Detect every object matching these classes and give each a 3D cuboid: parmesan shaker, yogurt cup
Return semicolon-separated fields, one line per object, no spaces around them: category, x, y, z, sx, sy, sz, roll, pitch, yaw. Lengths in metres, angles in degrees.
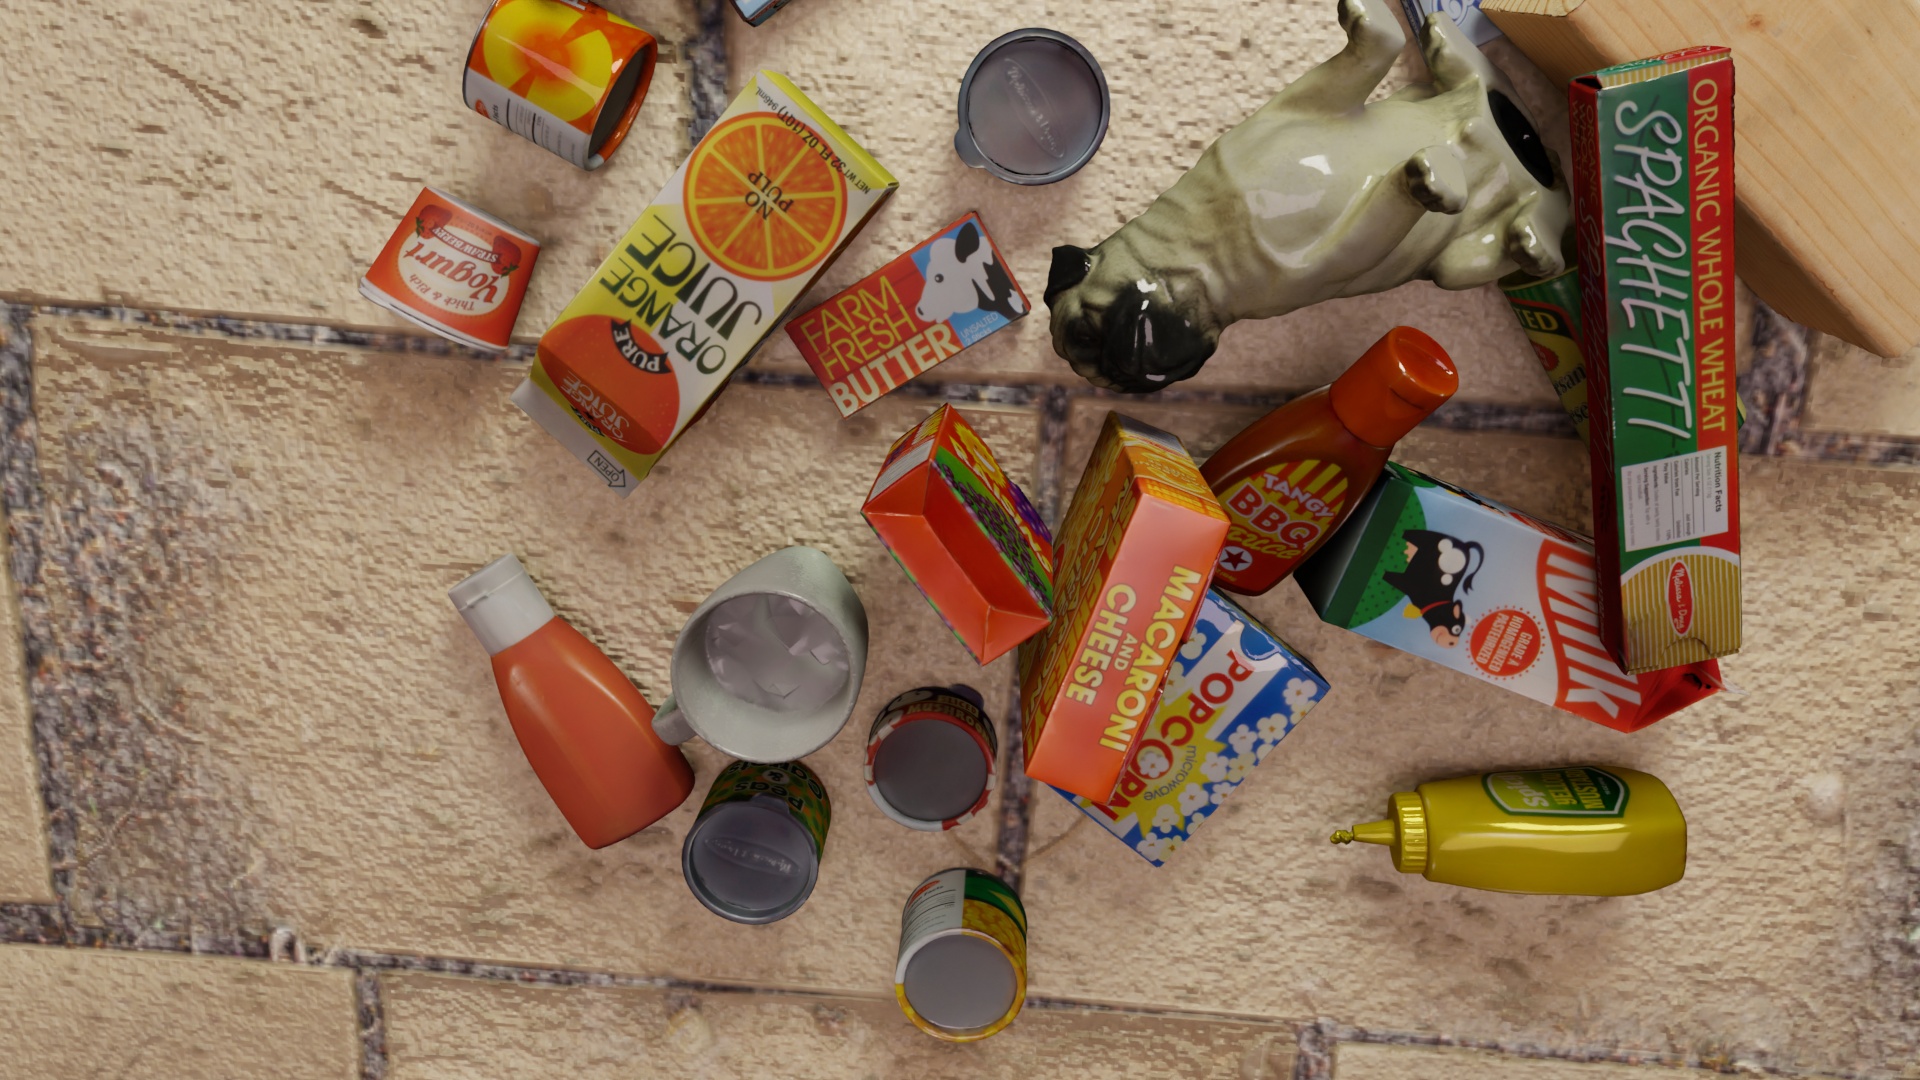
parmesan shaker;0.293;-0.085;0.612;0.071;0.071;0.103;-31;102;9
yogurt cup;-0.225;-0.122;0.624;0.072;0.072;0.054;28;96;-5

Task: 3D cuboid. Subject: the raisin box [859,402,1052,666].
raisin box;0.002;-0.008;0.615;0.040;0.124;0.086;-36;101;12

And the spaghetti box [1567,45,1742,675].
spaghetti box;0.275;-0.063;0.545;0.050;0.029;0.249;-12;113;6

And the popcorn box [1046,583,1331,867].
popcorn box;0.104;0.087;0.681;0.085;0.038;0.126;39;103;-7

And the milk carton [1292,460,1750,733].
milk carton;0.261;0.028;0.642;0.191;0.072;0.073;20;104;-4

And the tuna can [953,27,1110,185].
tuna can;0.030;-0.189;0.613;0.071;0.033;0.071;0;105;2

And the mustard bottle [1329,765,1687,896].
mustard bottle;0.263;0.142;0.678;0.160;0.065;0.048;-3;109;7

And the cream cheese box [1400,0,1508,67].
cream cheese box;0.241;-0.250;0.595;0.104;0.024;0.053;-24;102;8

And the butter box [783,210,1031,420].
butter box;-0.024;-0.104;0.642;0.103;0.024;0.053;-29;103;9

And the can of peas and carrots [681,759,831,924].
can of peas and carrots;-0.099;0.145;0.691;0.071;0.059;0.070;0;104;1

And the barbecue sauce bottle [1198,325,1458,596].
barbecue sauce bottle;0.153;-0.034;0.608;0.065;0.044;0.147;30;136;-11

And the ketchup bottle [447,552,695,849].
ketchup bottle;-0.195;0.077;0.684;0.064;0.043;0.148;-29;102;8

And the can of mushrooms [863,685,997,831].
can of mushrooms;-0.013;0.107;0.692;0.071;0.033;0.070;1;105;3

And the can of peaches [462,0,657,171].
can of peaches;-0.170;-0.204;0.599;0.058;0.071;0.071;29;104;-6

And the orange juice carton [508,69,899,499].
orange juice carton;-0.117;-0.110;0.618;0.072;0.073;0.192;41;103;-9

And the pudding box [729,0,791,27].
pudding box;-0.072;-0.267;0.598;0.083;0.030;0.049;-34;100;10

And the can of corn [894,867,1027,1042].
can of corn;0.003;0.212;0.706;0.071;0.058;0.071;1;105;2

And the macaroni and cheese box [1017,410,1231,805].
macaroni and cheese box;0.065;0.020;0.598;0.040;0.167;0.123;20;105;-4
